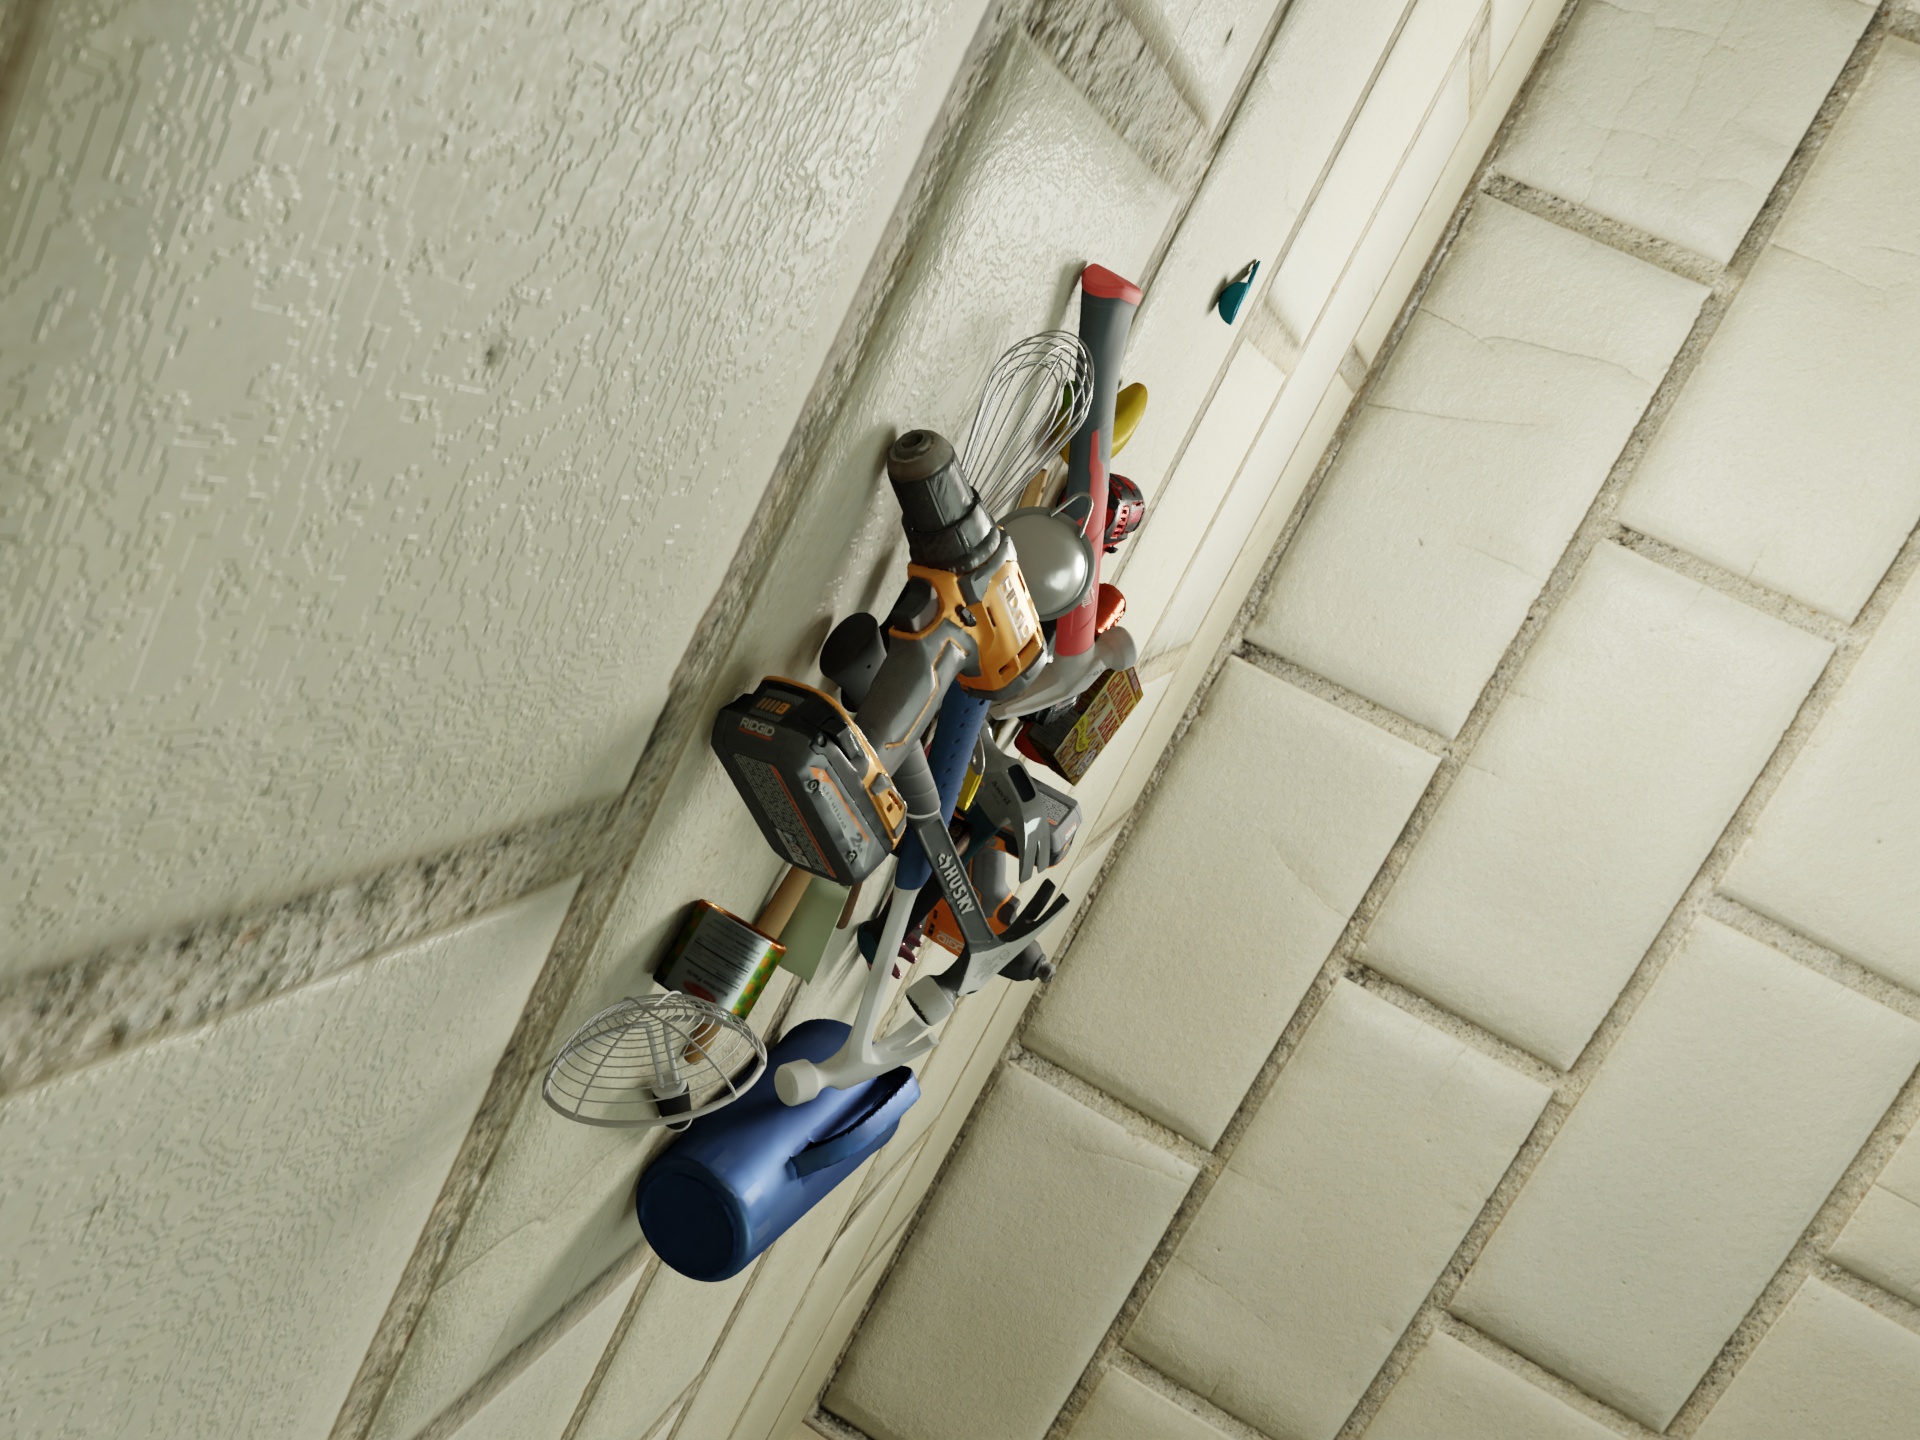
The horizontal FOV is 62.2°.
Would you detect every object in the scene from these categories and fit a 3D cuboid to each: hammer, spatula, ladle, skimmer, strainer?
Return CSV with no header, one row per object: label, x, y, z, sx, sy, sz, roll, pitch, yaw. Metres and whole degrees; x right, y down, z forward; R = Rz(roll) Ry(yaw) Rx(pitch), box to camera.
hammer,0.082,-0.160,1.201,0.143,0.038,0.385,-23,140,-21
hammer,-0.019,0.130,1.375,0.033,0.128,0.331,-25,163,-37
spatula,-0.081,0.110,1.246,0.060,0.018,0.315,-55,173,-26
ladle,0.014,-0.063,1.293,0.069,0.031,0.315,-36,151,-57
hammer,-0.038,0.131,1.222,0.144,0.035,0.405,-9,130,-37
hammer,-0.019,0.070,1.127,0.149,0.036,0.408,-35,140,-13
skimmer,-0.190,0.252,1.031,0.363,0.127,0.090,105,-24,-64
strainer,0.017,-0.063,1.189,0.258,0.087,0.050,-52,-175,25

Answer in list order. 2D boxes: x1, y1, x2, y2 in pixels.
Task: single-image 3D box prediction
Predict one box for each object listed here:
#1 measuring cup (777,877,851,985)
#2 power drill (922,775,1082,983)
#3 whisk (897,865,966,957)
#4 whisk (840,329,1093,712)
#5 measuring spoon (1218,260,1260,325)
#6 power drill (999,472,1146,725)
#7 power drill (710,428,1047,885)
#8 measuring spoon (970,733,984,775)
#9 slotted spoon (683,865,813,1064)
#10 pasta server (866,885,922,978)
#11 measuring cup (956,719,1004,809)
measuring cup,-0.120,0.157,1.254,0.167,0.038,0.083,178,-65,-84
power drill,0.047,0.168,1.632,0.084,0.164,0.226,-44,158,-51
whisk,-0.035,0.174,1.595,0.055,0.055,0.238,-51,169,-39
whisk,-0.001,-0.123,1.027,0.284,0.070,0.070,-58,169,13
measuring spoon,0.270,-0.423,1.544,0.129,0.021,0.042,-60,171,-50
power drill,0.097,-0.115,1.403,0.219,0.078,0.143,-67,167,17
power drill,-0.043,-0.041,0.925,0.226,0.084,0.185,-50,137,-28
measuring spoon,-0.002,-0.004,1.227,0.124,0.018,0.034,-107,-145,-44
slotted spoon,-0.120,0.117,1.159,0.314,0.031,0.070,-59,177,4
pasta server,-0.036,0.122,1.485,0.060,0.040,0.316,-18,138,-43
measuring cup,0.016,0.027,1.534,0.157,0.029,0.062,-64,174,-54
